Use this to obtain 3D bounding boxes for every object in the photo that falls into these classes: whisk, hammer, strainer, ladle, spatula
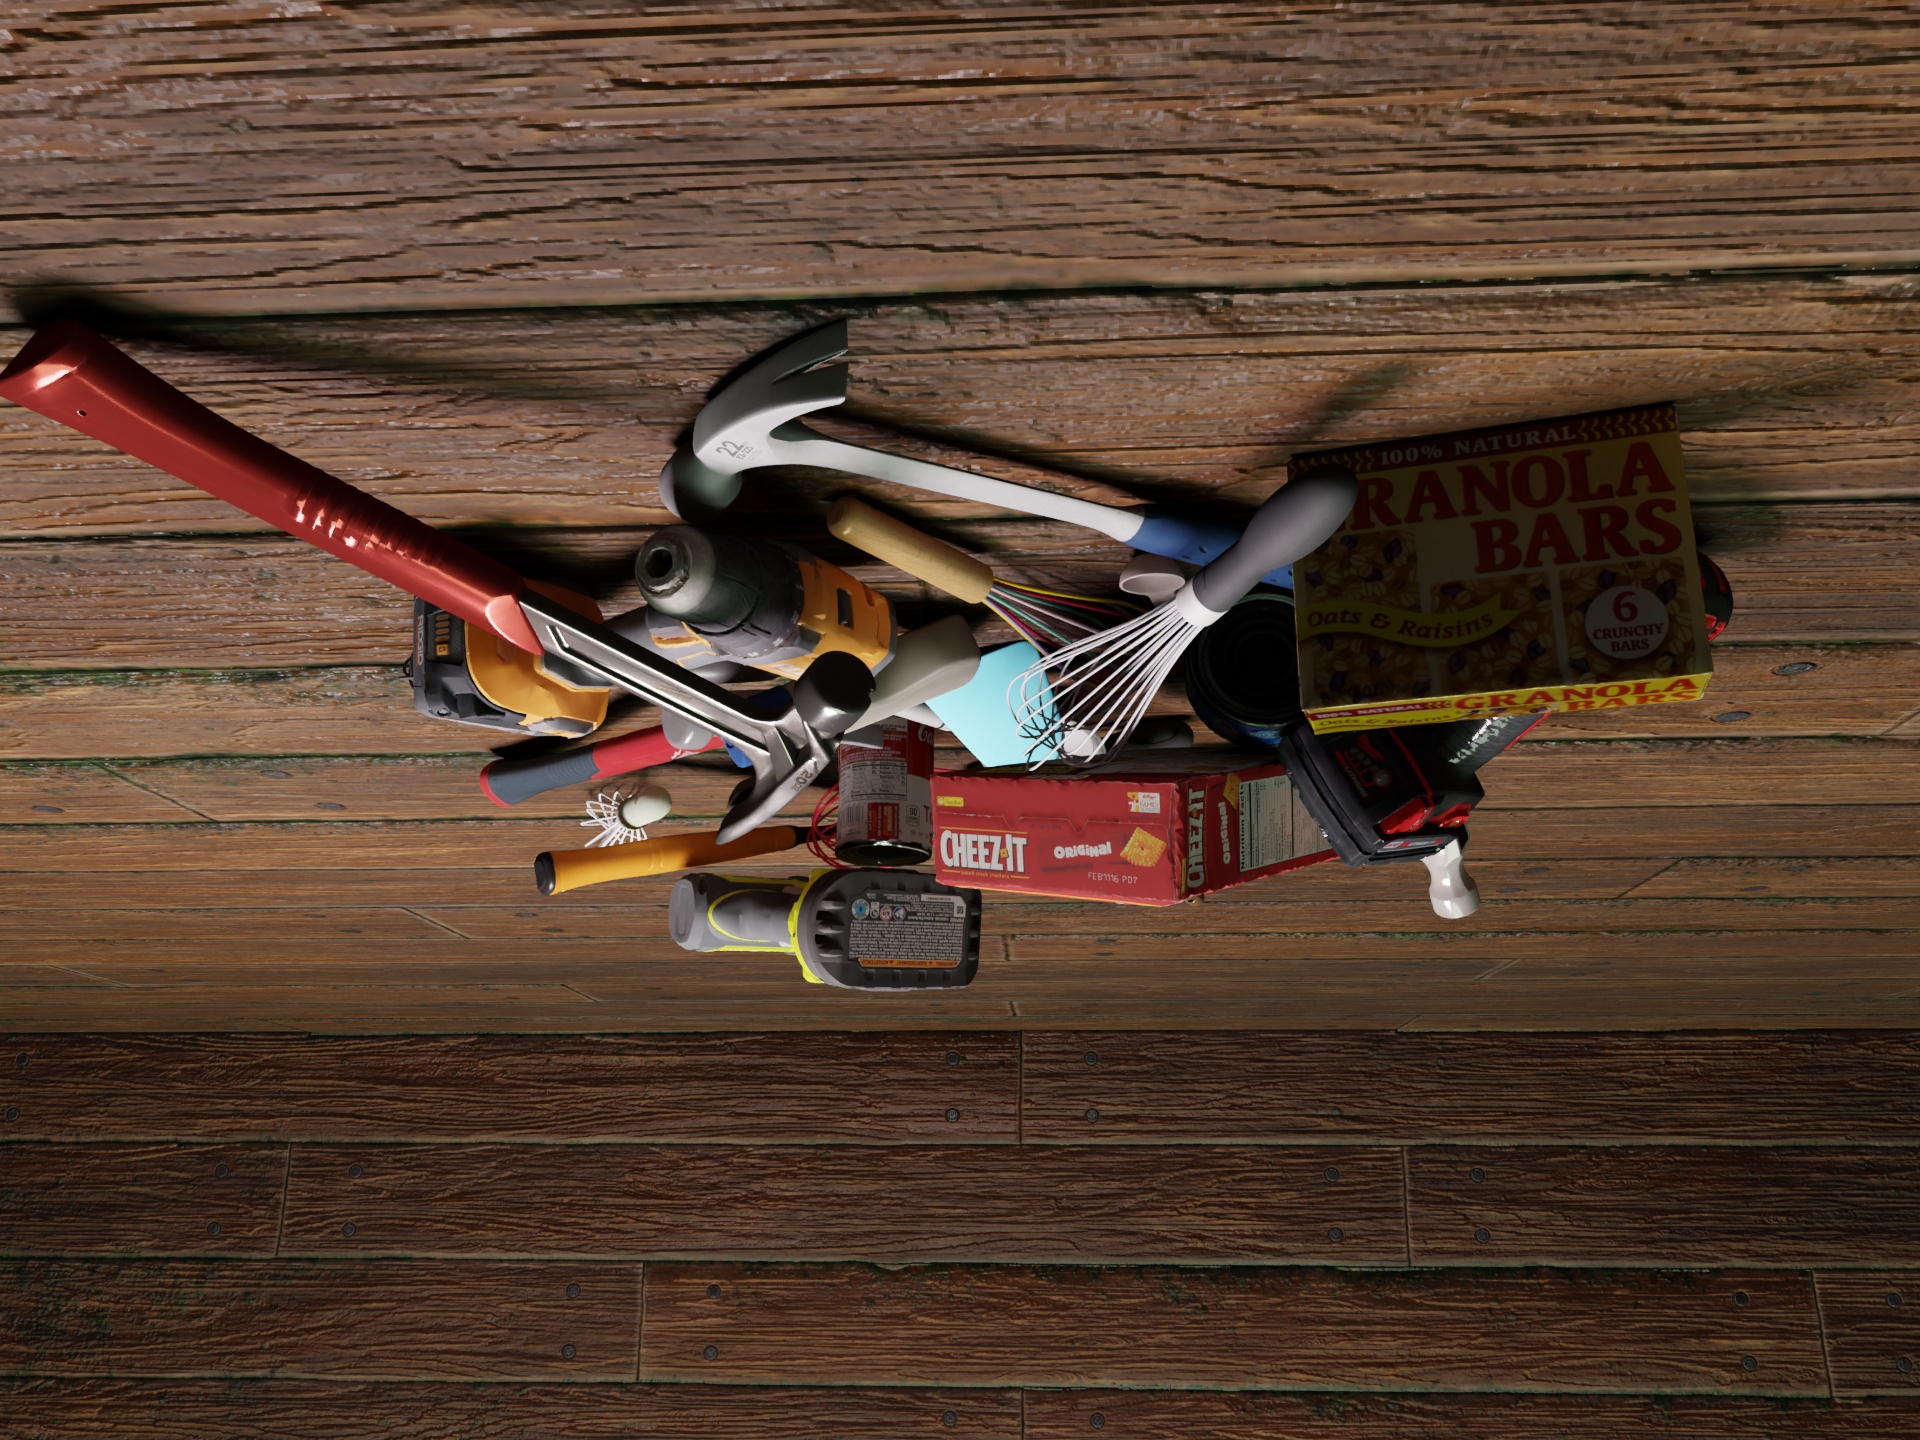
[{"bbox_3d":[-0.252,0.074,1.219,0.059,0.058,0.246,45,160,-9],"label":"whisk"},{"bbox_3d":[-0.213,0.023,1.073,0.143,0.038,0.386,2,171,-38],"label":"hammer"},{"bbox_3d":[-0.209,-0.033,0.944,0.239,0.055,0.055,-2,163,-9],"label":"whisk"},{"bbox_3d":[0.100,-0.043,0.766,0.070,0.070,0.284,8,154,-23],"label":"whisk"},{"bbox_3d":[-0.002,-0.003,1.042,0.258,0.050,0.087,17,142,-28],"label":"strainer"},{"bbox_3d":[-0.159,0.094,1.227,0.336,0.034,0.127,-6,169,-33],"label":"hammer"},{"bbox_3d":[0.023,0.047,1.137,0.296,0.073,0.073,-16,159,15],"label":"whisk"},{"bbox_3d":[0.213,-0.046,0.917,0.315,0.031,0.069,-10,-169,22],"label":"ladle"},{"bbox_3d":[0.026,-0.069,0.846,0.244,0.051,0.047,22,131,-41],"label":"whisk"},{"bbox_3d":[0.092,0.053,1.074,0.082,0.044,0.317,-24,141,22],"label":"spatula"},{"bbox_3d":[-0.220,-0.057,0.679,0.359,0.037,0.149,28,142,-18],"label":"hammer"},{"bbox_3d":[0.195,0.074,1.133,0.331,0.130,0.031,-2,-152,38],"label":"hammer"},{"bbox_3d":[0.074,-0.097,0.750,0.405,0.035,0.144,9,161,-26],"label":"hammer"}]

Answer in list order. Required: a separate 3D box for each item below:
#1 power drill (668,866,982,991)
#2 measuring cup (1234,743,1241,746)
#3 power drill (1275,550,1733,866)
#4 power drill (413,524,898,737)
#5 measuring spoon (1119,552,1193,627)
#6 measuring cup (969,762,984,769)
[{"bbox_3d":[-0.088,0.143,1.140,0.171,0.080,0.223,7,174,-33],"label":"power drill"},{"bbox_3d":[0.215,0.002,1.029,0.095,0.052,0.173,-5,160,15],"label":"measuring cup"},{"bbox_3d":[0.279,-0.016,0.817,0.219,0.079,0.143,-43,153,30],"label":"power drill"},{"bbox_3d":[-0.168,-0.047,0.797,0.226,0.084,0.185,-6,171,22],"label":"power drill"},{"bbox_3d":[0.115,-0.071,0.875,0.034,0.018,0.124,-6,168,19],"label":"measuring spoon"},{"bbox_3d":[-0.003,0.106,1.193,0.038,0.167,0.083,34,168,-27],"label":"measuring cup"}]
